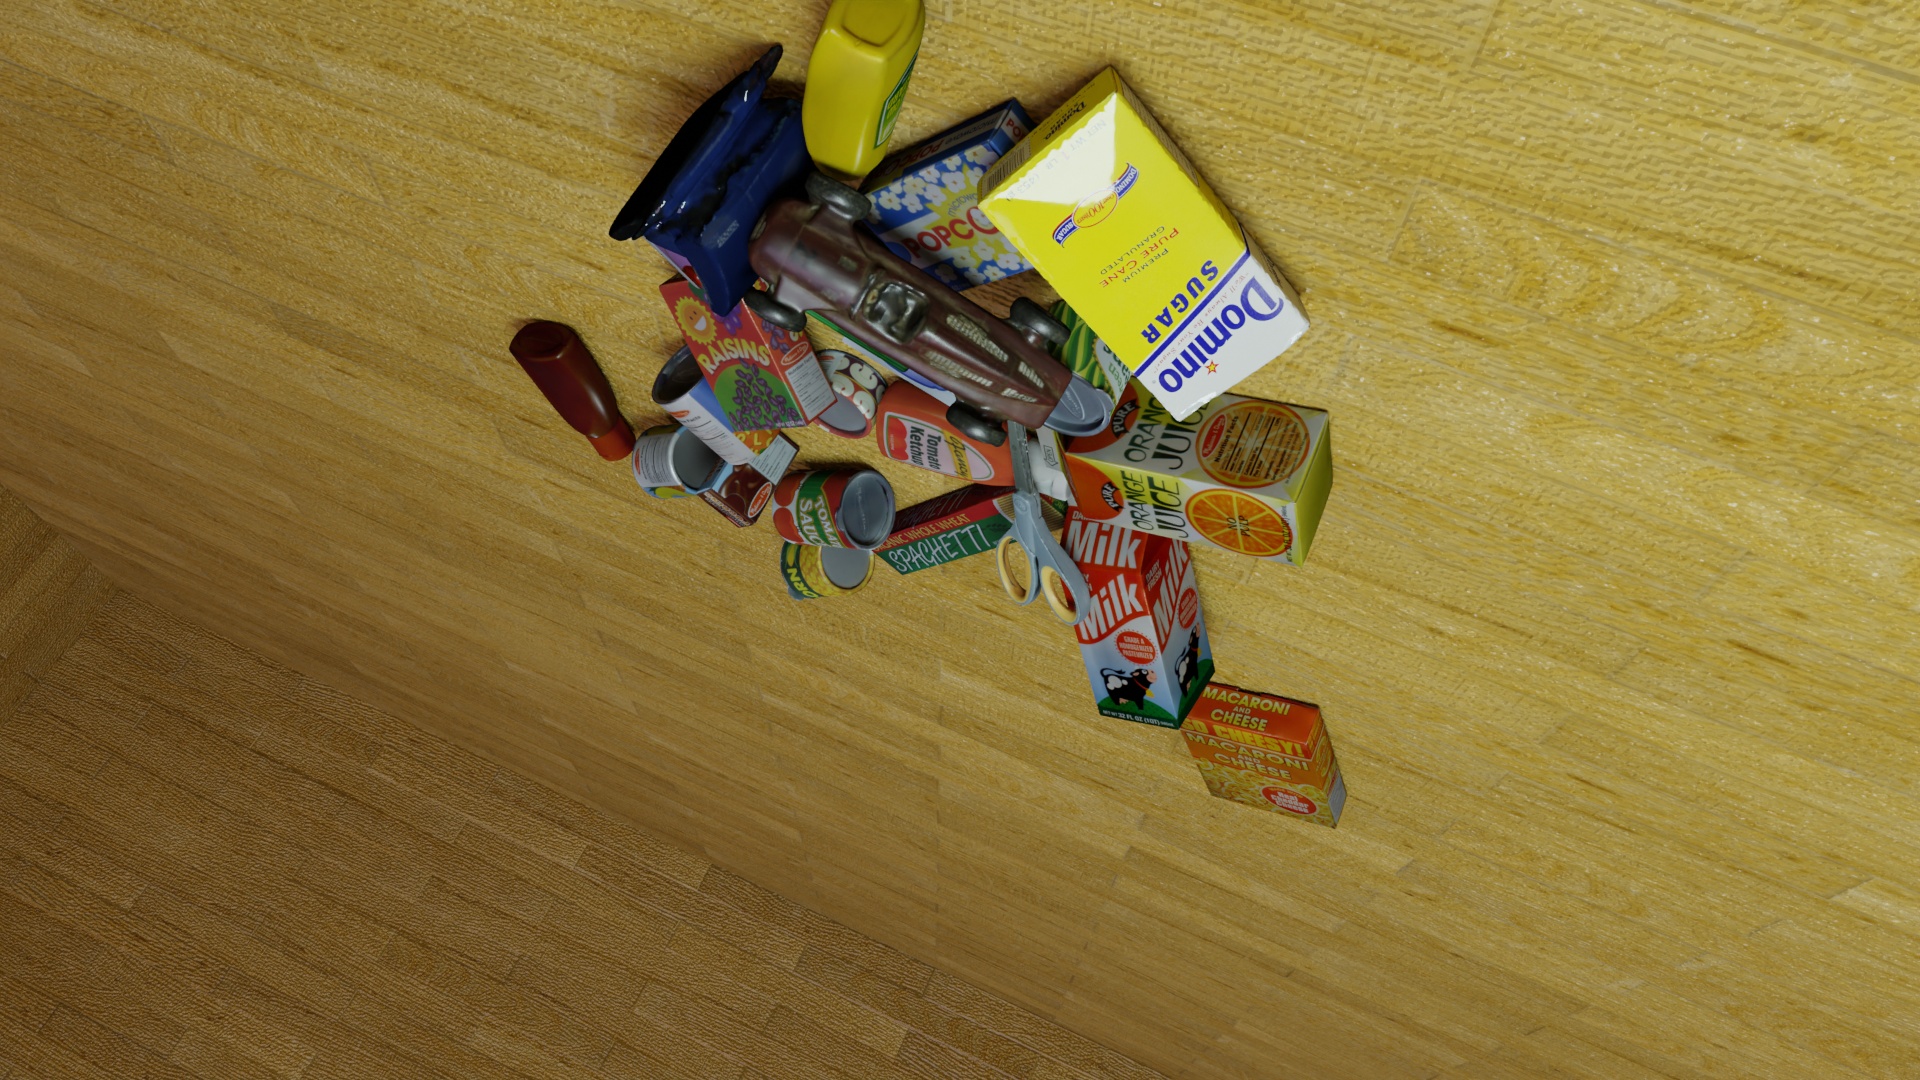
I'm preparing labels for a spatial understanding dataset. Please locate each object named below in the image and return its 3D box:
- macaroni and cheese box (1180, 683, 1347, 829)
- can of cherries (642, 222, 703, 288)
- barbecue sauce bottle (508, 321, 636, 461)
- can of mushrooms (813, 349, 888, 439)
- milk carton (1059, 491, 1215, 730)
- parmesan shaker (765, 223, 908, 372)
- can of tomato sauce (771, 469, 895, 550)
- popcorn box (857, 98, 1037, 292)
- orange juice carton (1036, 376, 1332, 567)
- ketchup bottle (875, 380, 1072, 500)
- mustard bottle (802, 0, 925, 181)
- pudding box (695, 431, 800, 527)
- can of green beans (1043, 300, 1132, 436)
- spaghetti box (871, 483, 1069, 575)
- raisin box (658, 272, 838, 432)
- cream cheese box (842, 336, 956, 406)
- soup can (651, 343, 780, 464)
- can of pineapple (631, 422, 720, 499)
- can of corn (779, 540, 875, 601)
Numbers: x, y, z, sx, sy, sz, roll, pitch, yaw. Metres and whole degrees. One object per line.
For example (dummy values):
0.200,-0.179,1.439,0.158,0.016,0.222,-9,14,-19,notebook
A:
0.268,0.190,1.239,0.124,0.040,0.165,10,149,31,macaroni and cheese box
-0.168,-0.208,0.902,0.071,0.072,0.058,-7,137,48,can of cherries
-0.334,-0.127,1.222,0.065,0.044,0.148,13,151,26,barbecue sauce bottle
-0.087,-0.107,1.042,0.071,0.033,0.070,21,152,12,can of mushrooms
0.129,0.043,1.038,0.072,0.074,0.189,6,128,35,milk carton
-0.064,-0.159,0.888,0.103,0.071,0.071,31,153,-9,parmesan shaker
-0.108,-0.026,1.165,0.083,0.071,0.071,3,145,40,can of tomato sauce
0.008,-0.192,0.798,0.126,0.038,0.085,-8,138,48,popcorn box
0.135,-0.051,0.894,0.193,0.073,0.071,14,150,26,orange juice carton
0.013,-0.069,1.007,0.149,0.044,0.064,19,143,15,ketchup bottle
-0.057,-0.238,0.755,0.049,0.065,0.159,27,161,-3,mustard bottle
-0.176,-0.058,1.154,0.049,0.084,0.030,40,151,-25,pudding box
0.073,-0.108,0.867,0.071,0.058,0.071,21,153,12,can of green beans
0.004,-0.014,1.130,0.050,0.029,0.249,40,151,-21,spaghetti box
-0.151,-0.141,0.995,0.086,0.040,0.123,0,125,44,raisin box
-0.027,-0.130,0.956,0.104,0.024,0.053,31,156,-6,cream cheese box
-0.187,-0.111,1.091,0.071,0.071,0.083,-1,147,43,soup can
-0.243,-0.070,1.216,0.058,0.071,0.071,-2,141,44,can of pineapple
-0.121,0.021,1.259,0.058,0.071,0.071,-8,137,48,can of corn
